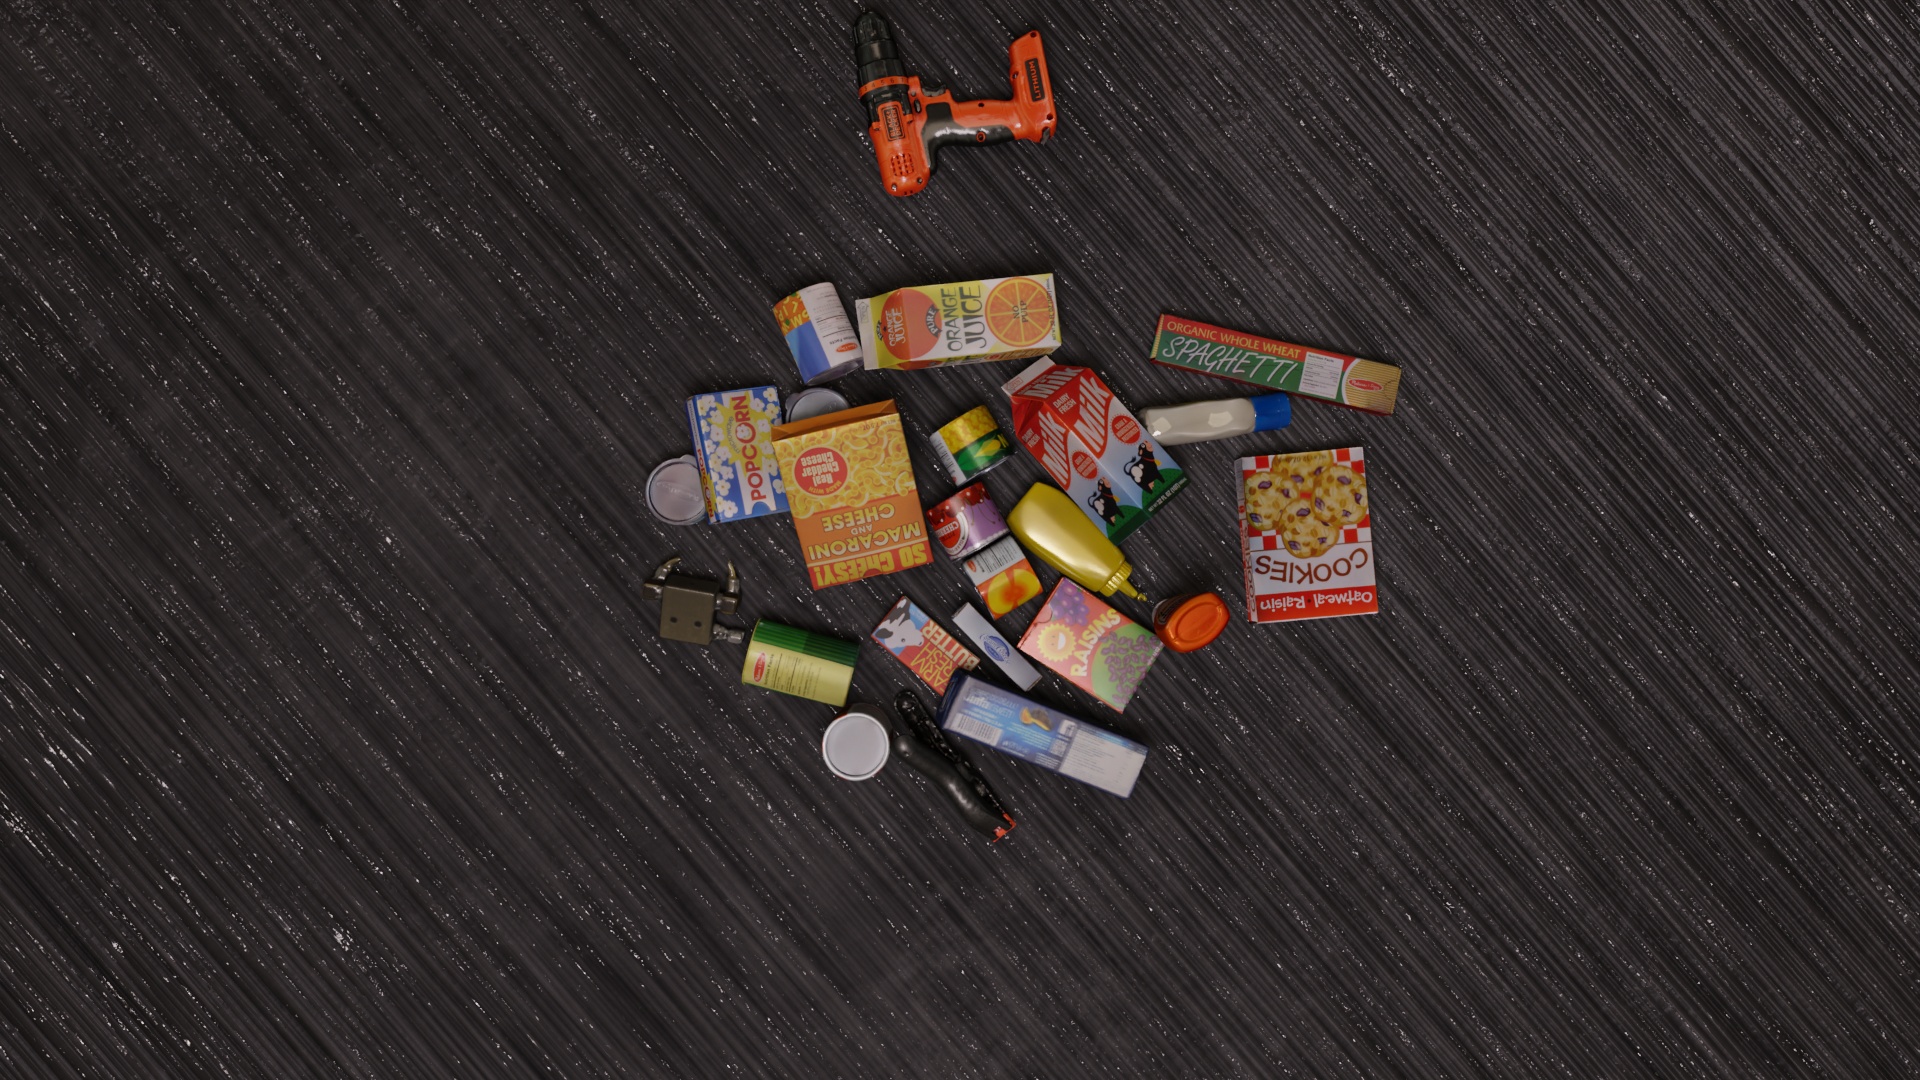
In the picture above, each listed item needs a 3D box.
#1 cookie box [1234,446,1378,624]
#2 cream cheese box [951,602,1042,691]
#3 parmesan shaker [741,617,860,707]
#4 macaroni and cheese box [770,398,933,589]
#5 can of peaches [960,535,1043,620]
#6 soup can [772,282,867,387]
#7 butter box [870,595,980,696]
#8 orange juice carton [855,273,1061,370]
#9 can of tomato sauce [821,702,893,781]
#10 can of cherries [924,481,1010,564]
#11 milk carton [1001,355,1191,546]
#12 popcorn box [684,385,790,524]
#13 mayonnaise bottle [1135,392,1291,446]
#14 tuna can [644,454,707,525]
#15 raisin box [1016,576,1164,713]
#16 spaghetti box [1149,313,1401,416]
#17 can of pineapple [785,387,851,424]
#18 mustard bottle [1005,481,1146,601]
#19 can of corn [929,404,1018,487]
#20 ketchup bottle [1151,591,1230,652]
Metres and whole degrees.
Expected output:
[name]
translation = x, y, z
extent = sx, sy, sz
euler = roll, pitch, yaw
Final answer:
[cookie box]
translation = 0.345, -0.004, 1.391
extent = 0.123, 0.040, 0.167
euler = -5, 88, -1
[cream cheese box]
translation = 0.034, 0.104, 1.374
extent = 0.104, 0.053, 0.024
euler = 45, 87, 0
[parmesan shaker]
translation = -0.156, 0.123, 1.364
extent = 0.103, 0.071, 0.071
euler = 15, 89, -2
[macaroni and cheese box]
translation = -0.103, -0.042, 1.344
extent = 0.124, 0.040, 0.165
euler = -13, 118, -1
[can of peaches]
translation = 0.042, 0.038, 1.371
extent = 0.058, 0.071, 0.071
euler = -31, 90, -2
[soup can]
translation = -0.141, -0.202, 1.371
extent = 0.071, 0.071, 0.084
euler = -24, 89, -2
[butter box]
translation = -0.035, 0.107, 1.386
extent = 0.103, 0.024, 0.053
euler = 40, 88, 0
[orange juice carton]
translation = -0.003, -0.211, 1.362
extent = 0.193, 0.073, 0.072
euler = -7, 89, -7
[can of tomato sauce]
translation = -0.100, 0.197, 1.354
extent = 0.071, 0.083, 0.071
euler = 0, 89, -1
[can of cherries]
translation = 0.005, -0.017, 1.367
extent = 0.071, 0.071, 0.058
euler = -29, 90, -2
[milk carton]
translation = 0.125, -0.096, 1.355
extent = 0.073, 0.073, 0.190
euler = -38, 85, -33
[popcorn box]
translation = -0.214, -0.084, 1.362
extent = 0.085, 0.038, 0.126
euler = -11, 89, -31
[mayonnaise bottle]
translation = 0.252, -0.121, 1.381
extent = 0.148, 0.064, 0.041
euler = -8, 88, -5
[tuna can]
translation = -0.276, -0.050, 1.379
extent = 0.071, 0.033, 0.071
euler = 0, 89, -1
[raisin box]
translation = 0.129, 0.103, 1.383
extent = 0.123, 0.040, 0.086
euler = 33, 89, 0
[spaghetti box]
translation = 0.315, -0.177, 1.399
extent = 0.250, 0.028, 0.050
euler = 13, 89, -1
[can of pineapple]
translation = -0.138, -0.117, 1.372
extent = 0.071, 0.058, 0.071
euler = 0, 89, -2
[mustard bottle]
translation = 0.120, 0.011, 1.380
extent = 0.160, 0.049, 0.065
euler = 41, 84, -1
[can of corn]
translation = 0.013, -0.095, 1.371
extent = 0.071, 0.071, 0.058
euler = -31, 90, -2
[ketchup bottle]
translation = 0.213, 0.076, 1.331
extent = 0.065, 0.149, 0.043
euler = -36, 90, -2
